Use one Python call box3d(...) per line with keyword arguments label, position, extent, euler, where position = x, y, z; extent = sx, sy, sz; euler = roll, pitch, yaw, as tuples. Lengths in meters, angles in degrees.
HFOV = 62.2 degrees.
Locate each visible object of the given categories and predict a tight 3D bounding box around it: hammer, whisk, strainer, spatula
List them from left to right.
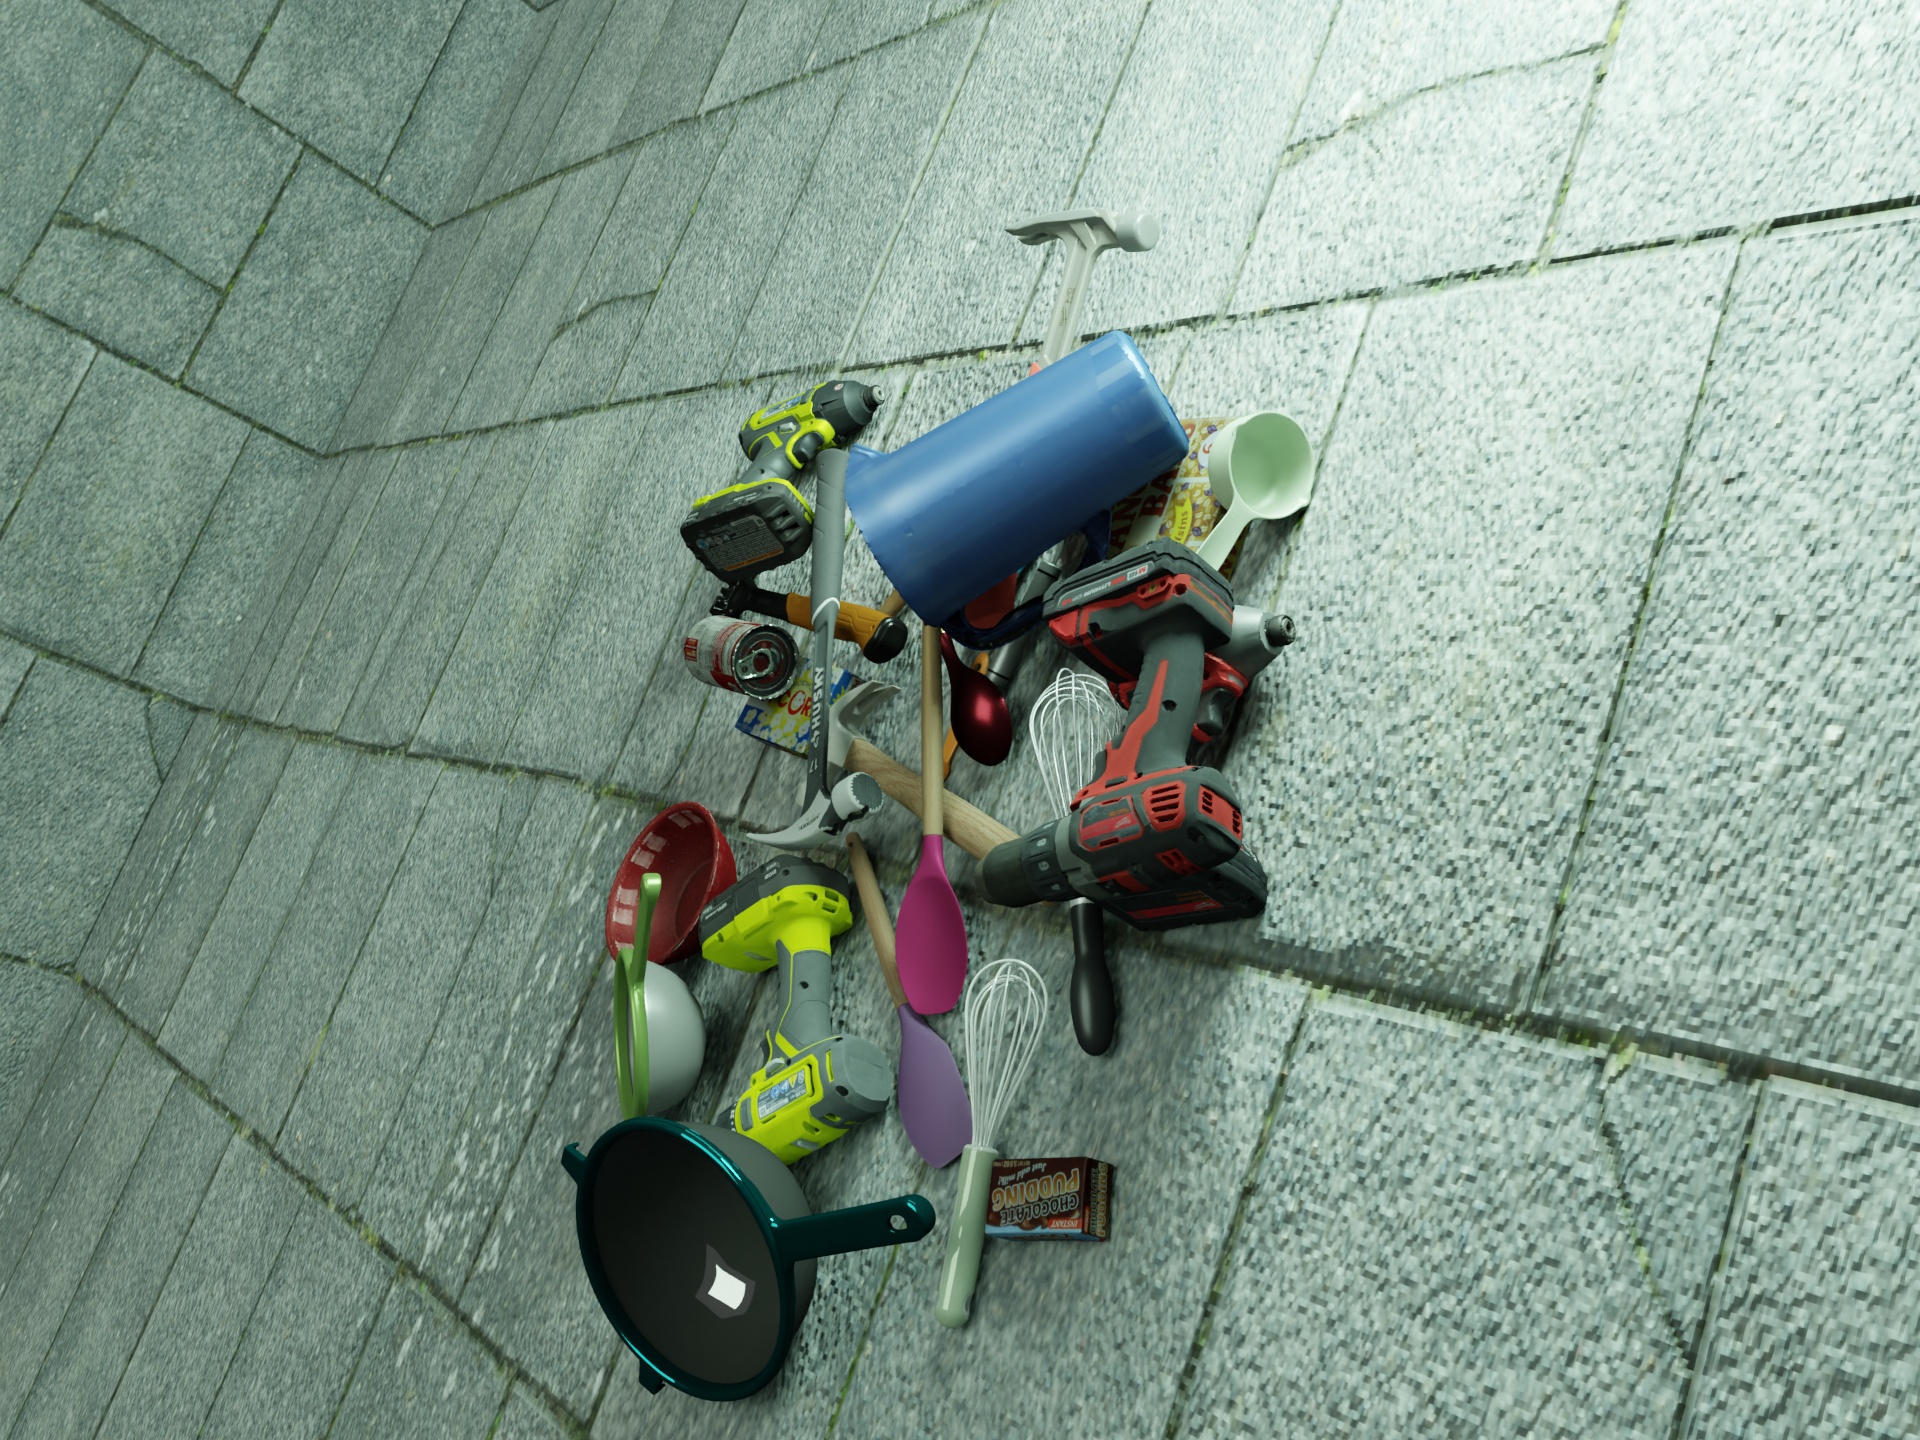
box3d(label="strainer", position=(-0.243, 0.224, 1.320), extent=(0.152, 0.069, 0.256), euler=(-114, 30, -49))
box3d(label="strainer", position=(-0.129, 0.357, 1.128), extent=(0.340, 0.095, 0.211), euler=(-22, 87, 35))
box3d(label="hammer", position=(-0.142, -0.109, 1.492), extent=(0.337, 0.034, 0.127), euler=(20, 82, 56))
box3d(label="hammer", position=(-0.120, -0.073, 1.379), extent=(0.149, 0.036, 0.409), euler=(-32, 46, 40))
box3d(label="spatula", position=(-0.049, 0.203, 1.222), extent=(0.059, 0.018, 0.316), euler=(-41, 43, 19))
box3d(label="hammer", position=(-0.023, 0.063, 1.262), extent=(0.332, 0.031, 0.130), euler=(29, 102, 49))
box3d(label="whisk", position=(0.015, 0.283, 1.080), extent=(0.059, 0.057, 0.246), euler=(6, 73, 17))
box3d(label="hammer", position=(0.054, -0.243, 1.293), extent=(0.149, 0.036, 0.359), euler=(11, 83, 44))
box3d(label="strainer", position=(0.077, -0.128, 1.280), extent=(0.258, 0.050, 0.087), euler=(-64, 10, 4))
box3d(label="whisk", position=(0.087, 0.094, 1.114), extent=(0.070, 0.070, 0.285), euler=(-23, 58, 38))

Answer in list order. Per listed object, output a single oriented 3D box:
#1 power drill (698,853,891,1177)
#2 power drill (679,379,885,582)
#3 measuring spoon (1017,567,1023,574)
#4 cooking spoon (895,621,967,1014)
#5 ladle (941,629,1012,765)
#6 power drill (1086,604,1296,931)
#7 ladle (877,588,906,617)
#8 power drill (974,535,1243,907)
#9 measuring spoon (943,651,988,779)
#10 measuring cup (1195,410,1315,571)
box3d(label="power drill", position=(-0.149, 0.241, 1.263), extent=(0.190, 0.080, 0.229), euler=(-35, 47, 29))
box3d(label="power drill", position=(-0.171, -0.247, 1.565), extent=(0.171, 0.080, 0.223), euler=(-13, 39, 35))
box3d(label="measuring spoon", position=(0.051, -0.122, 1.328), extent=(0.128, 0.021, 0.042), euler=(-54, 37, -7))
box3d(label="cooking spoon", position=(-0.021, 0.064, 1.220), extent=(0.069, 0.017, 0.319), euler=(-13, 70, 36))
box3d(label="ladle", position=(-0.020, -0.087, 1.335), extent=(0.069, 0.031, 0.316), euler=(-60, 37, 38))
box3d(label="power drill", position=(0.155, 0.022, 1.072), extent=(0.143, 0.078, 0.220), euler=(-15, 53, 41))
box3d(label="ladle", position=(0.015, -0.175, 1.386), extent=(0.320, 0.062, 0.078), euler=(-49, 39, 24))
box3d(label="power drill", position=(0.094, 0.012, 1.028), extent=(0.188, 0.080, 0.227), euler=(-21, 49, 38))
box3d(label="measuring spoon", position=(-0.002, -0.004, 1.308), extent=(0.021, 0.011, 0.117), euler=(8, 73, 50))
box3d(label="measuring cup", position=(0.187, -0.144, 1.126), extent=(0.167, 0.083, 0.038), euler=(-55, 23, -12))
